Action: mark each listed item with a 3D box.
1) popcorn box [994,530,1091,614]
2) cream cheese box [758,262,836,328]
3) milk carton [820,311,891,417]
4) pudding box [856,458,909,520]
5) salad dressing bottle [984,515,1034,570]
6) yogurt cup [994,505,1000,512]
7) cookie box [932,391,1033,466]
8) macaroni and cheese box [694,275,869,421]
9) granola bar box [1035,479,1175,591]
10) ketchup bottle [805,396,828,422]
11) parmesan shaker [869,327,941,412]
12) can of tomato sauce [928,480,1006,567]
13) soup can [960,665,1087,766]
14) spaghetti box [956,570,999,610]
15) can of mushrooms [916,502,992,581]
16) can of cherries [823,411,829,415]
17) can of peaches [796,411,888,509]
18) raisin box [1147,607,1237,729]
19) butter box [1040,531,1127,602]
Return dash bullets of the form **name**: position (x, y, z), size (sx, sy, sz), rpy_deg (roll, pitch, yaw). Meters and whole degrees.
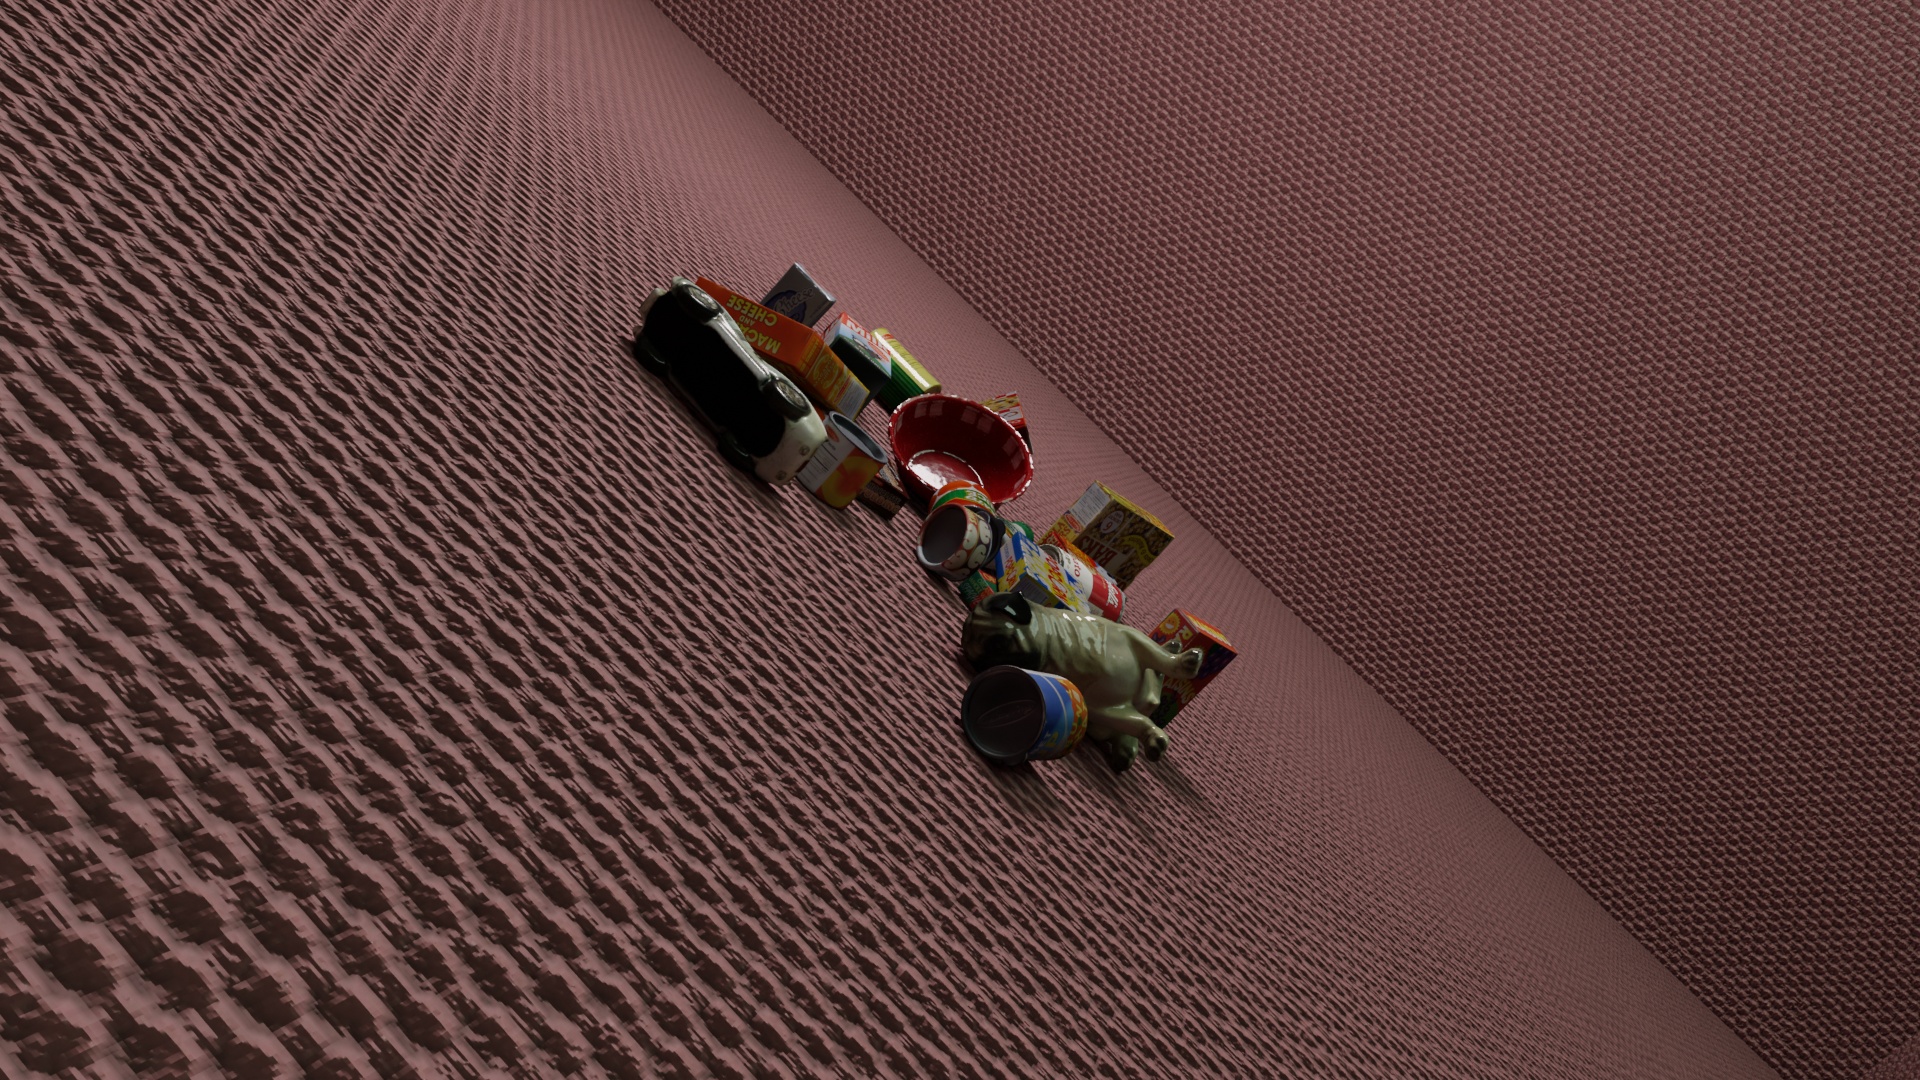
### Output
- **popcorn box**: position (0.076, 0.047, 1.284), size (0.085, 0.038, 0.127), rpy_deg (40, 13, -13)
- **cream cheese box**: position (-0.177, -0.219, 1.378), size (0.053, 0.103, 0.024), rpy_deg (45, 9, 6)
- **milk carton**: position (-0.125, -0.194, 1.522), size (0.072, 0.073, 0.191), rpy_deg (39, 13, -15)
- **pudding box**: position (-0.083, -0.059, 1.309), size (0.049, 0.030, 0.084), rpy_deg (35, 14, -28)
- **salad dressing bottle**: position (0.045, 0.000, 1.470), size (0.064, 0.044, 0.148), rpy_deg (46, 13, 9)
- **yogurt cup**: position (0.028, -0.065, 1.611), size (0.072, 0.054, 0.072), rpy_deg (40, 13, -11)
- **cookie box**: position (0.016, -0.121, 1.598), size (0.168, 0.123, 0.040), rpy_deg (-95, 168, -72)
- **macaroni and cheese box**: position (-0.163, -0.167, 1.245), size (0.124, 0.040, 0.166), rpy_deg (27, -5, 17)
- **granola bar box**: position (0.166, 0.008, 1.628), size (0.165, 0.124, 0.039), rpy_deg (26, 21, -53)
- **ketchup bottle**: position (-0.158, -0.116, 1.233), size (0.148, 0.043, 0.065), rpy_deg (31, 9, -44)
- **parmesan shaker**: position (-0.082, -0.201, 1.697), size (0.103, 0.071, 0.071), rpy_deg (46, 13, 13)
- **can of tomato sauce**: position (0.005, -0.017, 1.344), size (0.071, 0.071, 0.083), rpy_deg (39, 12, -16)
- **soup can**: position (0.048, 0.130, 1.010), size (0.071, 0.071, 0.084), rpy_deg (49, 13, 25)
- **spaghetti box**: position (0.087, 0.088, 1.345), size (0.250, 0.028, 0.050), rpy_deg (28, 19, -49)
- **can of mushrooms**: position (-0.005, -0.001, 1.260), size (0.033, 0.071, 0.071), rpy_deg (30, 17, -40)
- **can of cherries**: position (-0.140, -0.149, 1.367), size (0.071, 0.058, 0.072), rpy_deg (39, 13, -10)
- **can of peaches**: position (-0.105, -0.068, 1.207), size (0.071, 0.058, 0.071), rpy_deg (41, 12, -10)
- **raisin box**: position (0.194, 0.128, 1.322), size (0.086, 0.123, 0.040), rpy_deg (29, 19, -48)
- **butter box**: position (0.135, 0.035, 1.518), size (0.103, 0.024, 0.053), rpy_deg (36, 15, -32)
